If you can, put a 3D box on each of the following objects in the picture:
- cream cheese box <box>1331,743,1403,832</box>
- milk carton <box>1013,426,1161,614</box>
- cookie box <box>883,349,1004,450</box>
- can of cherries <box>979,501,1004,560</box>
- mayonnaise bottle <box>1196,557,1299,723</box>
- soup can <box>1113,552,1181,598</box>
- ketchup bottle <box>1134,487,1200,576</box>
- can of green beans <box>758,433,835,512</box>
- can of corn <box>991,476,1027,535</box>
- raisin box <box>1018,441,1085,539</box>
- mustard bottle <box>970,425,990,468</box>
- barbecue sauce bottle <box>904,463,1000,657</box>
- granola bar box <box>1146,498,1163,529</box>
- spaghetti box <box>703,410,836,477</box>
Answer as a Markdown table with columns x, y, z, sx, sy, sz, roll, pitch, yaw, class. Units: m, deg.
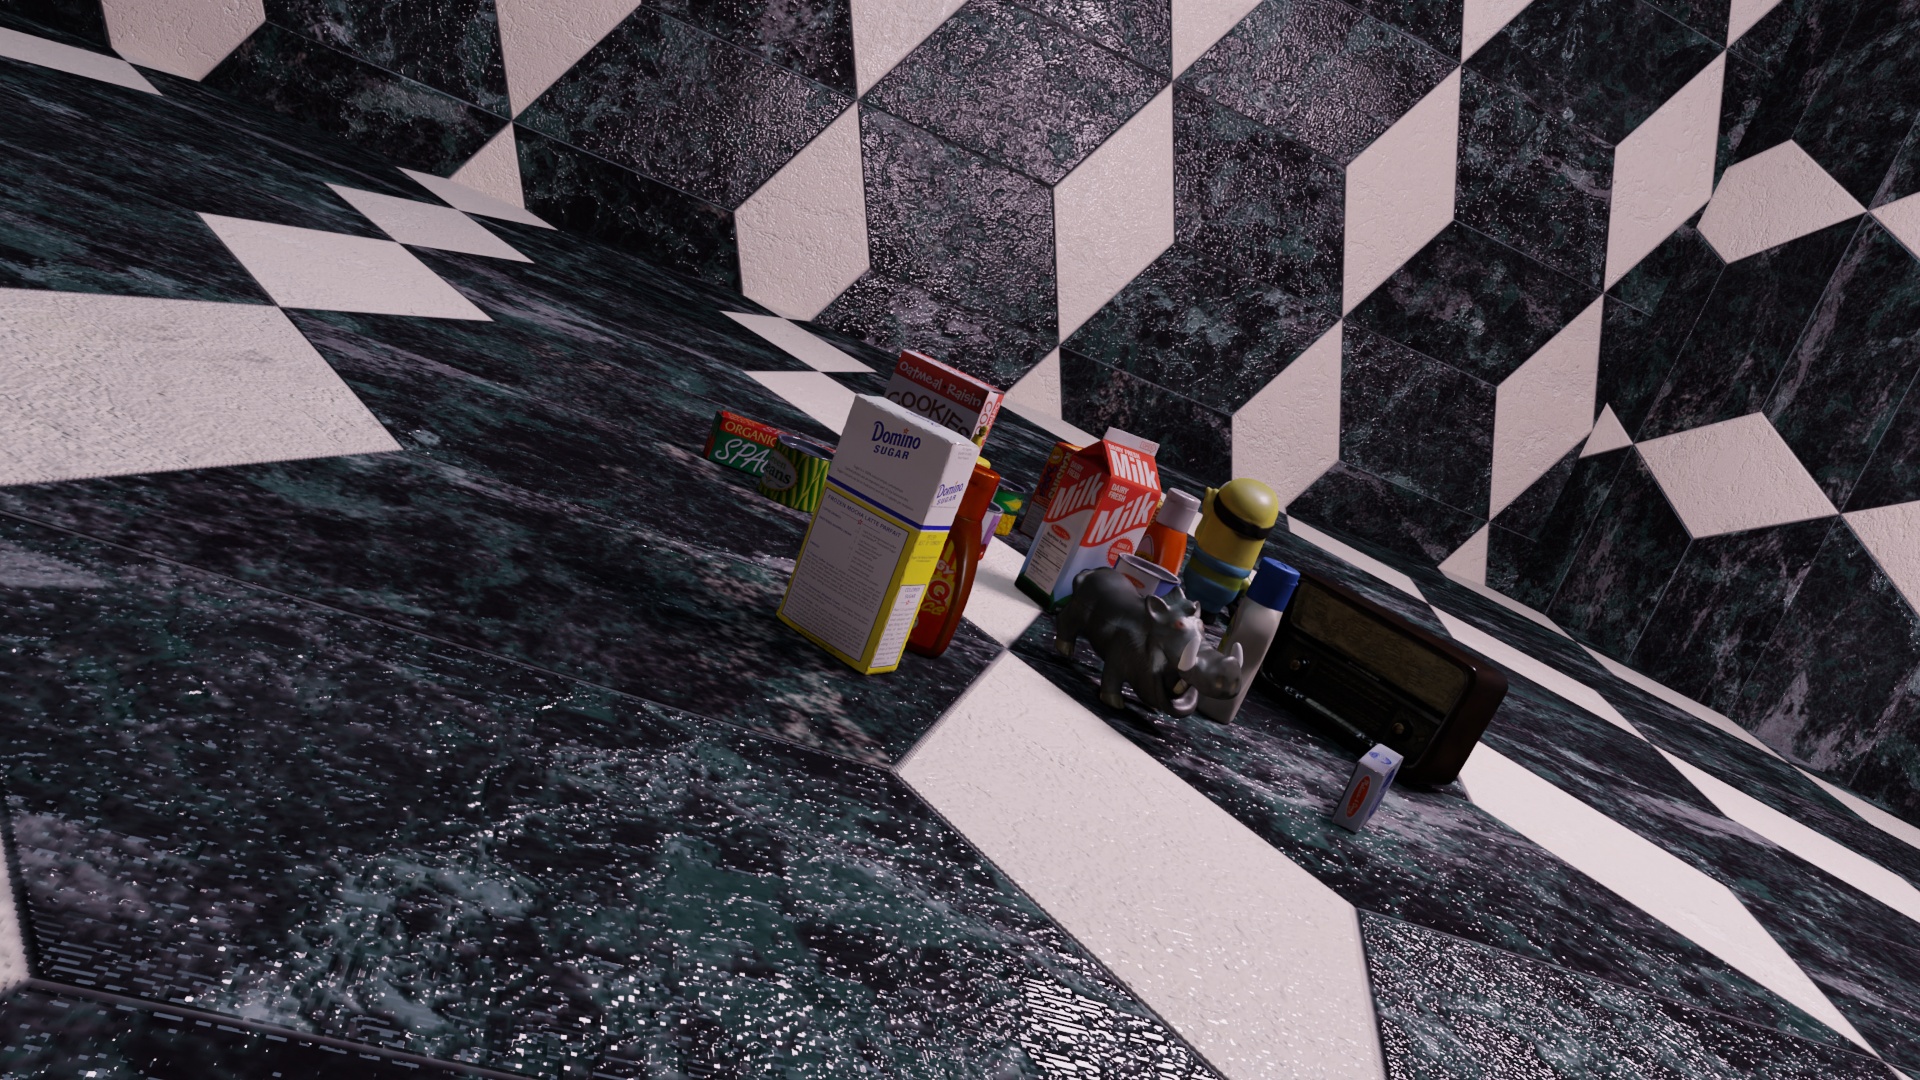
| x | y | z | sx | sy | sz | roll | pitch | yaw | class |
| --- | --- | --- | --- | --- | --- | --- | --- | --- | --- |
| 0.327 | 0.198 | 1.116 | 0.024 | 0.053 | 0.104 | 28 | 12 | 23 | cream cheese box |
| 0.135 | -0.019 | 1.395 | 0.072 | 0.190 | 0.073 | 16 | 13 | -35 | milk carton |
| -0.039 | -0.114 | 1.552 | 0.123 | 0.167 | 0.040 | 28 | 12 | 25 | cookie box |
| 0.005 | -0.019 | 1.477 | 0.071 | 0.058 | 0.071 | 22 | 11 | -4 | can of cherries |
| 0.256 | 0.088 | 1.243 | 0.041 | 0.147 | 0.065 | 24 | 11 | 5 | mayonnaise bottle |
| 0.169 | 0.063 | 1.353 | 0.071 | 0.083 | 0.071 | 22 | 11 | -4 | soup can |
| 0.209 | 0.018 | 1.476 | 0.043 | 0.148 | 0.065 | 17 | 12 | -30 | ketchup bottle |
| -0.160 | -0.066 | 1.372 | 0.071 | 0.057 | 0.071 | 22 | 11 | -4 | can of green beans |
| 0.040 | -0.044 | 1.668 | 0.071 | 0.058 | 0.071 | 22 | 11 | -4 | can of corn |
| 0.130 | -0.057 | 1.741 | 0.040 | 0.123 | 0.086 | 30 | 13 | 32 | raisin box |
| -0.009 | -0.031 | 1.242 | 0.049 | 0.160 | 0.065 | 29 | 12 | 28 | mustard bottle |
| -0.014 | 0.011 | 1.063 | 0.065 | 0.148 | 0.044 | 26 | 11 | 13 | barbecue sauce bottle |
| 0.188 | -0.002 | 1.594 | 0.039 | 0.124 | 0.166 | 23 | 11 | -2 | granola bar box |
| -0.142 | -0.071 | 1.448 | 0.250 | 0.050 | 0.029 | 19 | 11 | -20 | spaghetti box |
